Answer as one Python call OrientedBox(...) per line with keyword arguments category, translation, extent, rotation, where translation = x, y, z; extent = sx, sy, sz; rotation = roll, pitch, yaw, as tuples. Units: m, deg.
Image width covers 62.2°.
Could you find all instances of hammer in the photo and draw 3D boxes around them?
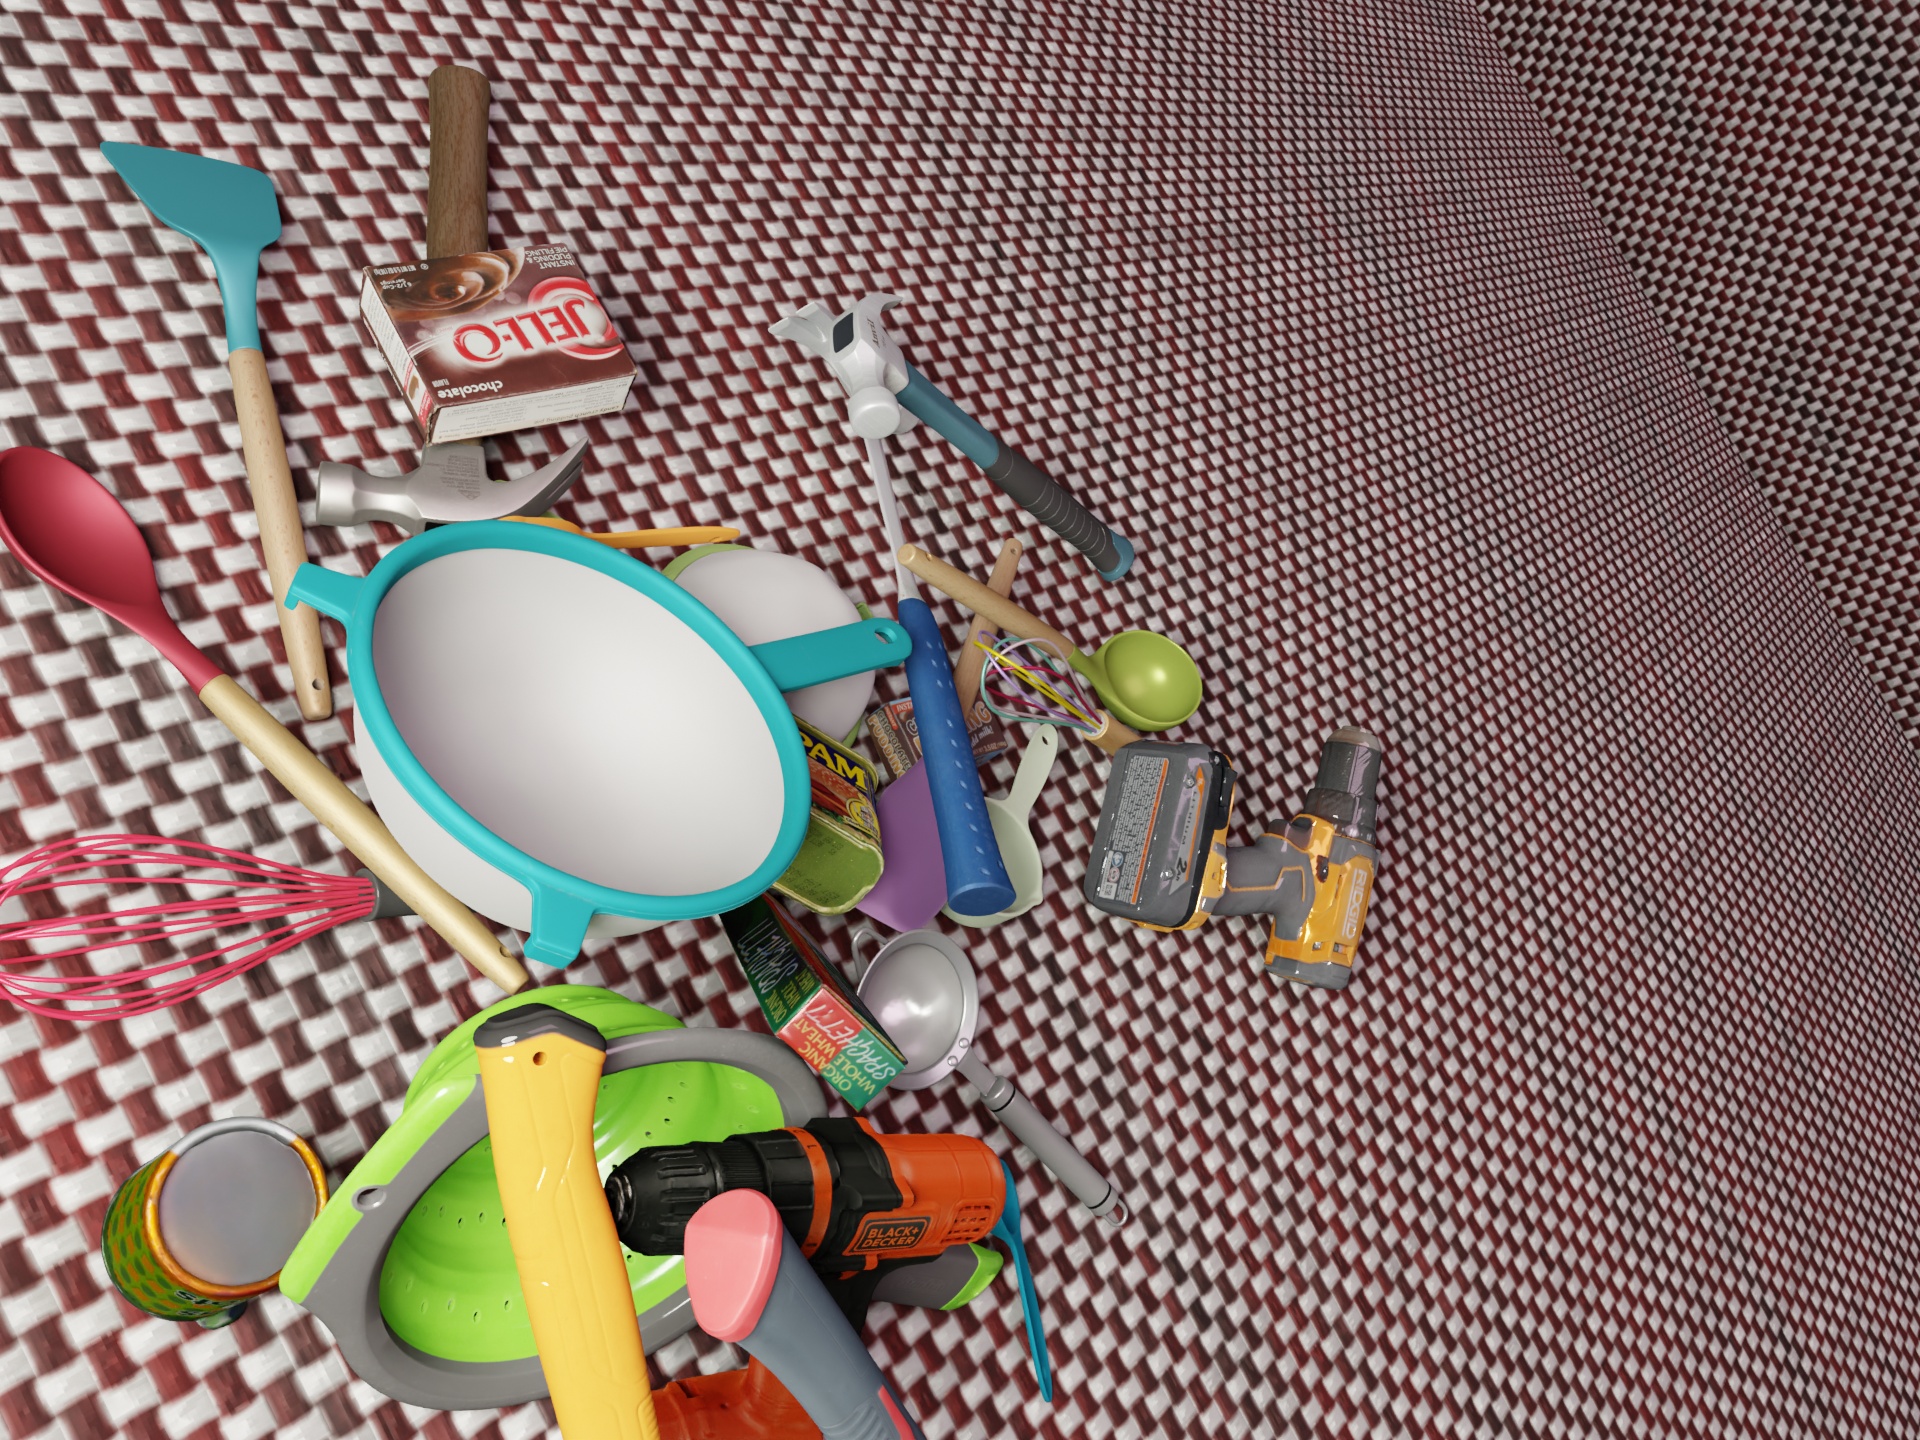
OrientedBox(category="hammer", translation=(-0.014, 0.308, 0.668), extent=(0.143, 0.038, 0.385), rotation=(-62, 141, -42))
OrientedBox(category="hammer", translation=(0.025, -0.173, 1.062), extent=(0.330, 0.033, 0.128), rotation=(30, 37, -48))
OrientedBox(category="hammer", translation=(-0.034, -0.077, 0.941), extent=(0.144, 0.035, 0.406), rotation=(36, 34, -53))
OrientedBox(category="hammer", translation=(-0.272, -0.236, 0.867), extent=(0.130, 0.031, 0.332), rotation=(4, 59, -22))
OrientedBox(category="hammer", translation=(-0.123, 0.265, 0.545), extent=(0.127, 0.034, 0.337), rotation=(-13, 94, -29))

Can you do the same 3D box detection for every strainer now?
OrientedBox(category="strainer", translation=(-0.139, -0.070, 0.881), extent=(0.256, 0.069, 0.152), rotation=(32, 48, -28))
OrientedBox(category="strainer", translation=(-0.143, 0.008, 0.746), extent=(0.211, 0.095, 0.340), rotation=(51, 31, 13))
OrientedBox(category="strainer", translation=(0.013, 0.204, 0.887), extent=(0.258, 0.050, 0.087), rotation=(48, 61, -19))

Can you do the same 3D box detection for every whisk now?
OrientedBox(category="whisk", translation=(-0.273, 0.077, 0.679), extent=(0.295, 0.073, 0.073), rotation=(-2, 68, -49))
OrientedBox(category="whisk", translation=(0.078, -0.001, 1.024), extent=(0.244, 0.047, 0.051), rotation=(31, 62, -53))

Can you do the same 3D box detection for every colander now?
OrientedBox(category="colander", translation=(-0.117, 0.207, 0.719), extent=(0.396, 0.204, 0.095), rotation=(32, 11, -48))

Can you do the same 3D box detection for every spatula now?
OrientedBox(category="spatula", translation=(-0.002, -0.003, 0.962), extent=(0.059, 0.018, 0.316), rotation=(29, 48, -12))
OrientedBox(category="spatula", translation=(-0.343, -0.148, 0.771), extent=(0.082, 0.044, 0.318), rotation=(-4, 74, -45))

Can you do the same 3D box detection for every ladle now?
OrientedBox(category="ladle", translation=(0.064, -0.059, 1.017), extent=(0.319, 0.062, 0.078), rotation=(25, 43, -54))
OrientedBox(category="ladle", translation=(-0.296, 0.002, 0.672), extent=(0.315, 0.031, 0.069), rotation=(44, 19, 3))

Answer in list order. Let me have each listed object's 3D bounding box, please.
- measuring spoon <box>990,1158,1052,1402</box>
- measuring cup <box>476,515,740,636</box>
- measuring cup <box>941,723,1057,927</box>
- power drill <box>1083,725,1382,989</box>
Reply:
OrientedBox(category="measuring spoon", translation=(0.026, 0.303, 0.858), extent=(0.042, 0.021, 0.129), rotation=(18, 58, -73))
OrientedBox(category="measuring cup", translation=(-0.187, -0.066, 0.801), extent=(0.173, 0.095, 0.052), rotation=(-10, 79, -28))
OrientedBox(category="measuring cup", translation=(0.023, 0.060, 0.985), extent=(0.083, 0.038, 0.168), rotation=(44, 40, -14))
OrientedBox(category="power drill", translation=(0.201, 0.073, 1.074), extent=(0.226, 0.084, 0.185), rotation=(20, 81, -36))
